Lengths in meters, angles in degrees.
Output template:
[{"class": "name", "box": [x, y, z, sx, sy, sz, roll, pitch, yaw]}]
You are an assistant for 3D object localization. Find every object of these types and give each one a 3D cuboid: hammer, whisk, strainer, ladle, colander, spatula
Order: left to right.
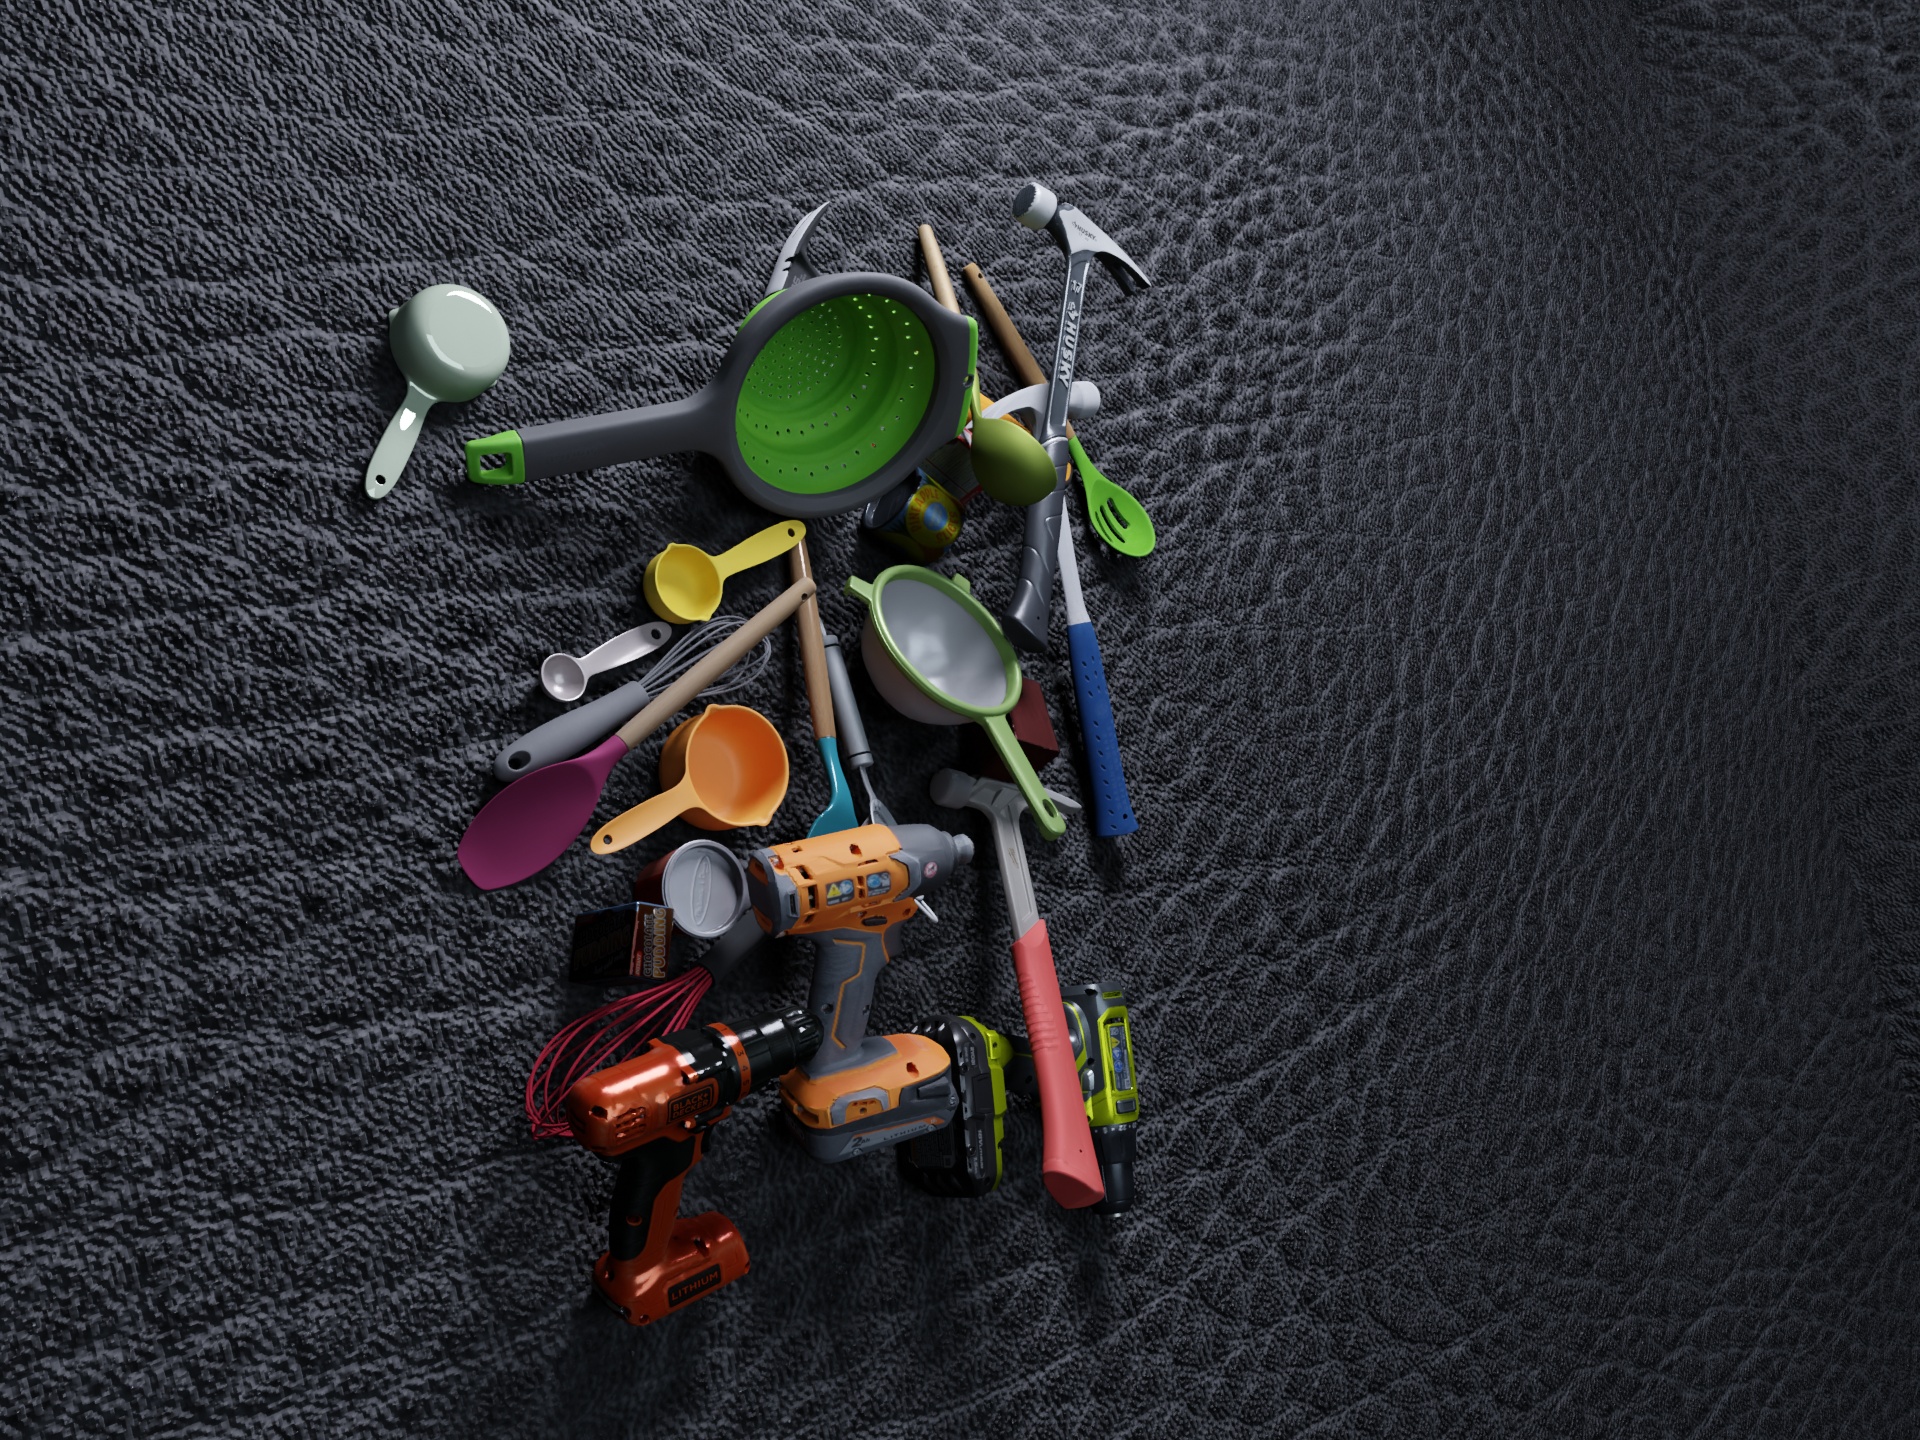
[{"class": "whisk", "box": [-0.227, -0.014, 1.121, 0.239, 0.055, 0.055, -33, 102, -37]}, {"class": "whisk", "box": [-0.190, 0.187, 1.096, 0.296, 0.073, 0.073, -42, 108, -45]}, {"class": "colander", "box": [-0.180, -0.244, 1.183, 0.397, 0.204, 0.095, -16, 46, -26]}, {"class": "spatula", "box": [-0.116, -0.006, 1.209, 0.082, 0.044, 0.318, 22, 53, -55]}, {"class": "strainer", "box": [-0.077, 0.040, 1.234, 0.086, 0.050, 0.258, 33, 39, -75]}, {"class": "hammer", "box": [-0.024, -0.300, 1.377, 0.336, 0.034, 0.127, 32, 61, -33]}, {"class": "strainer", "box": [-0.002, -0.004, 1.266, 0.151, 0.069, 0.256, -8, 63, -52]}, {"class": "ladle", "box": [0.014, -0.307, 1.331, 0.078, 0.062, 0.320, 79, -3, -58]}, {"class": "hammer", "box": [0.067, 0.202, 1.253, 0.149, 0.036, 0.359, 17, 47, -36]}, {"class": "hammer", "box": [0.084, -0.253, 1.366, 0.149, 0.036, 0.409, 21, 69, -36]}, {"class": "hammer", "box": [0.098, -0.096, 1.410, 0.144, 0.035, 0.405, -14, 95, -40]}]

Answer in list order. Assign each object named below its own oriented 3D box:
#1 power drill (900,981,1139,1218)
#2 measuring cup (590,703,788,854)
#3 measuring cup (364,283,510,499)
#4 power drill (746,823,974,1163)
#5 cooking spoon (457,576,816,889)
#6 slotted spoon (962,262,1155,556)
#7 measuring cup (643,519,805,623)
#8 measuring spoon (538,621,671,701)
[{"class": "power drill", "box": [0.059, 0.313, 1.276, 0.228, 0.080, 0.191, 4, 76, -44]}, {"class": "measuring cup", "box": [-0.201, 0.053, 1.121, 0.173, 0.052, 0.095, -32, 102, -40]}, {"class": "measuring cup", "box": [-0.353, -0.219, 1.056, 0.083, 0.038, 0.168, 33, 57, -32]}, {"class": "power drill", "box": [-0.060, 0.184, 1.134, 0.164, 0.084, 0.226, -12, 107, -25]}, {"class": "cooking spoon", "box": [-0.214, 0.000, 1.094, 0.319, 0.017, 0.068, -43, 131, -24]}, {"class": "slotted spoon", "box": [0.088, -0.285, 1.480, 0.070, 0.031, 0.313, -43, 107, -39]}, {"class": "measuring cup", "box": [-0.177, -0.118, 1.202, 0.156, 0.029, 0.062, -34, 103, -44]}, {"class": "measuring spoon", "box": [-0.252, -0.044, 1.127, 0.124, 0.018, 0.034, -33, 97, -48]}]
